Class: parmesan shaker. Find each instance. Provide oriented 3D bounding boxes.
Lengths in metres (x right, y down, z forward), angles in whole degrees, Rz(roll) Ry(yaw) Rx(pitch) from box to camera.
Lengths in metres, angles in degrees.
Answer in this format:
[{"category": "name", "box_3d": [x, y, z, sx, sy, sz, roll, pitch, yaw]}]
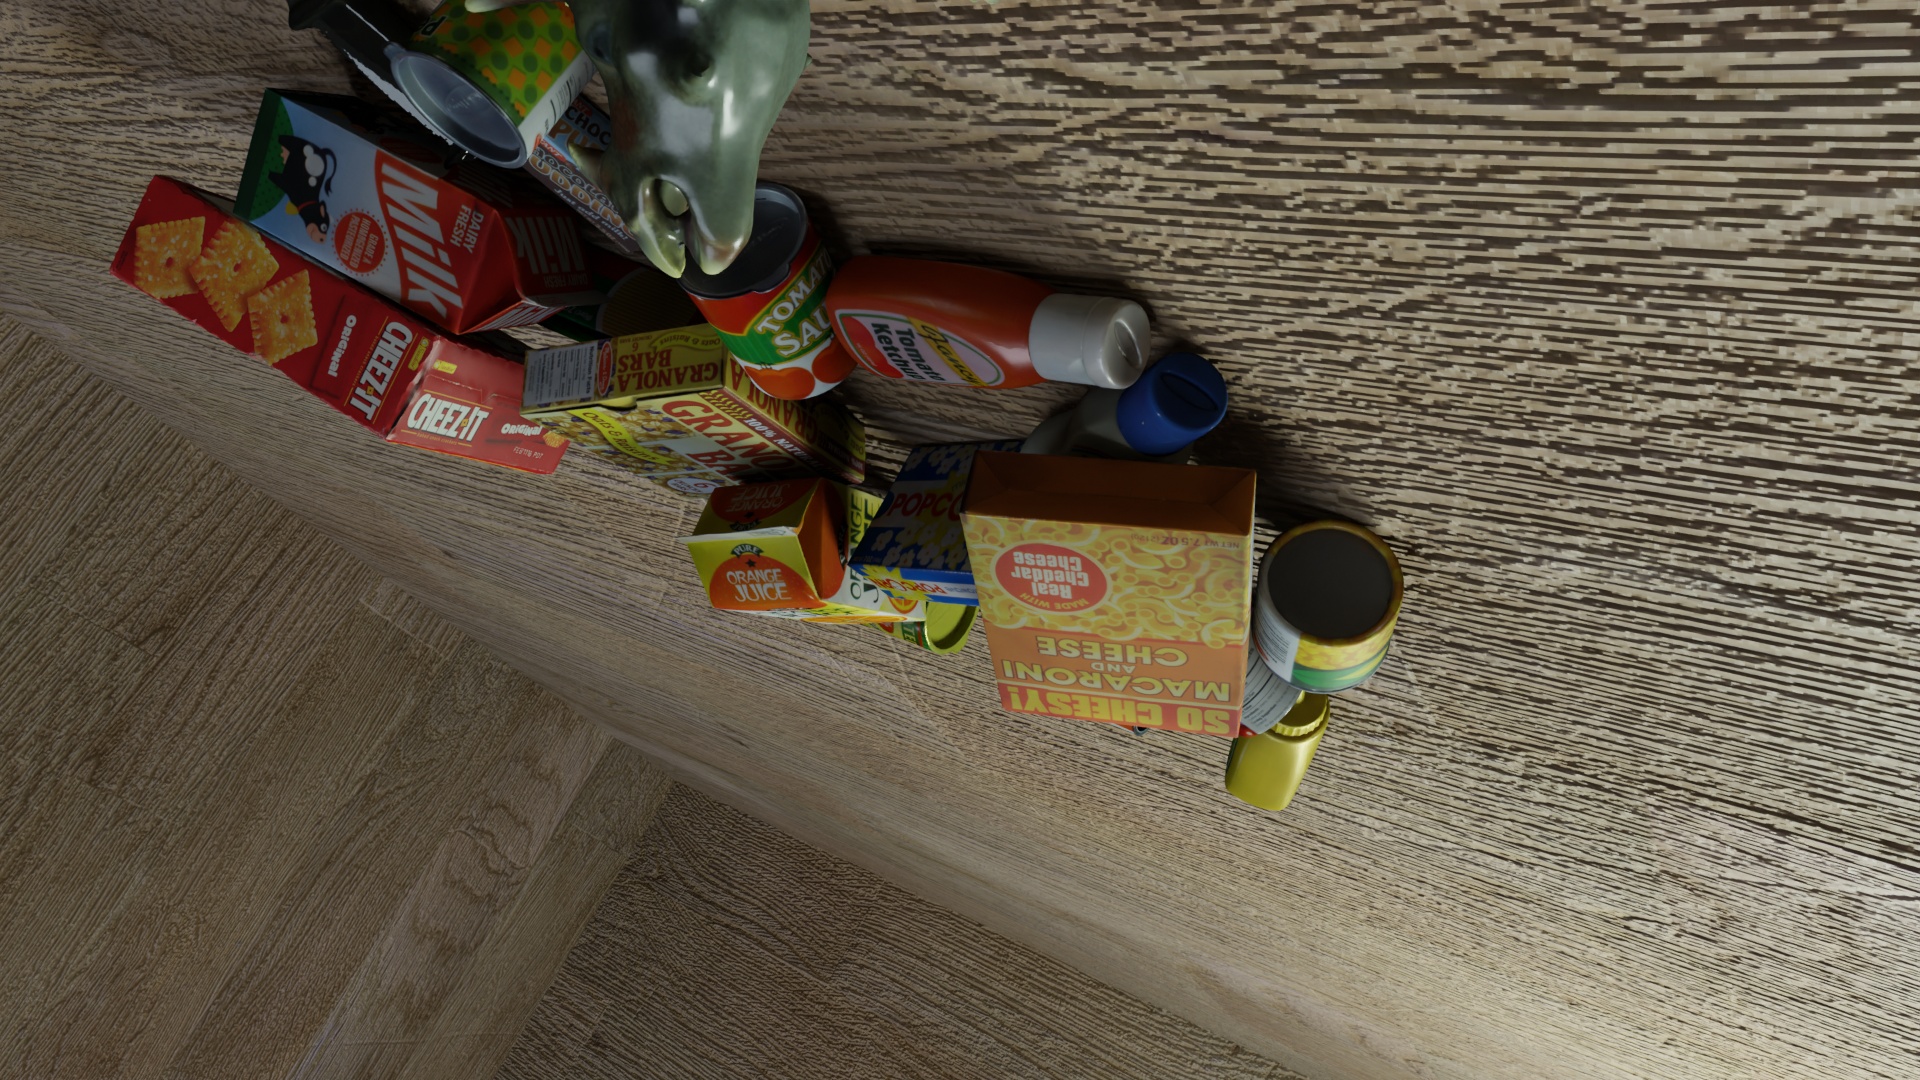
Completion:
[{"category": "parmesan shaker", "box_3d": [-0.046, 0.035, 0.969, 0.103, 0.071, 0.071, 17, 157, 31]}]

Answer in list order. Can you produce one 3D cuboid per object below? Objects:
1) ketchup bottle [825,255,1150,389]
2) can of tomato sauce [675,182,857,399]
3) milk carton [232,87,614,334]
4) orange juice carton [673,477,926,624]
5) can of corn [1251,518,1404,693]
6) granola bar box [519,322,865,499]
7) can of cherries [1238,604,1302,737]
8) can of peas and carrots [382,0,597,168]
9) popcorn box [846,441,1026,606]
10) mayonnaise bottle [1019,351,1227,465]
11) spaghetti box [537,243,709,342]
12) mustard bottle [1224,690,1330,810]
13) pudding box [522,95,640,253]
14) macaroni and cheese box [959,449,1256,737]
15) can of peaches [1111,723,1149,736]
[{"category": "ketchup bottle", "box_3d": [0.012, -0.092, 0.606, 0.149, 0.044, 0.064, 13, 154, 39]}, {"category": "can of tomato sauce", "box_3d": [-0.086, -0.115, 0.654, 0.071, 0.071, 0.082, 19, 159, 27]}, {"category": "milk carton", "box_3d": [-0.282, -0.168, 0.745, 0.191, 0.073, 0.072, 28, -161, 8]}, {"category": "orange juice carton", "box_3d": [-0.090, 0.008, 0.831, 0.072, 0.073, 0.192, -4, 171, 21]}, {"category": "can of corn", "box_3d": [0.174, 0.030, 0.652, 0.071, 0.071, 0.058, 23, 159, 19]}, {"category": "granola bar box", "box_3d": [-0.143, -0.066, 0.777, 0.124, 0.039, 0.165, -5, 164, 21]}, {"category": "can of cherries", "box_3d": [0.152, 0.067, 0.777, 0.058, 0.072, 0.071, 34, 160, -15]}, {"category": "can of peas and carrots", "box_3d": [-0.202, -0.207, 0.599, 0.071, 0.059, 0.070, 26, 160, 11]}, {"category": "popcorn box", "box_3d": [0.003, -0.010, 0.763, 0.038, 0.085, 0.126, 40, 158, -31]}, {"category": "mayonnaise bottle", "box_3d": [0.074, -0.045, 0.639, 0.065, 0.041, 0.147, 31, 161, -7]}, {"category": "spaghetti box", "box_3d": [-0.256, -0.159, 0.813, 0.250, 0.050, 0.028, 23, 158, 18]}, {"category": "mustard bottle", "box_3d": [0.193, 0.112, 0.838, 0.049, 0.065, 0.159, 19, 153, 13]}, {"category": "pudding box", "box_3d": [-0.177, -0.181, 0.674, 0.083, 0.030, 0.049, 39, 158, -26]}, {"category": "macaroni and cheese box", "box_3d": [0.073, 0.028, 0.651, 0.124, 0.040, 0.165, 5, 144, 13]}, {"category": "can of peaches", "box_3d": [0.101, 0.081, 0.887, 0.058, 0.071, 0.071, 21, 159, 24]}]
